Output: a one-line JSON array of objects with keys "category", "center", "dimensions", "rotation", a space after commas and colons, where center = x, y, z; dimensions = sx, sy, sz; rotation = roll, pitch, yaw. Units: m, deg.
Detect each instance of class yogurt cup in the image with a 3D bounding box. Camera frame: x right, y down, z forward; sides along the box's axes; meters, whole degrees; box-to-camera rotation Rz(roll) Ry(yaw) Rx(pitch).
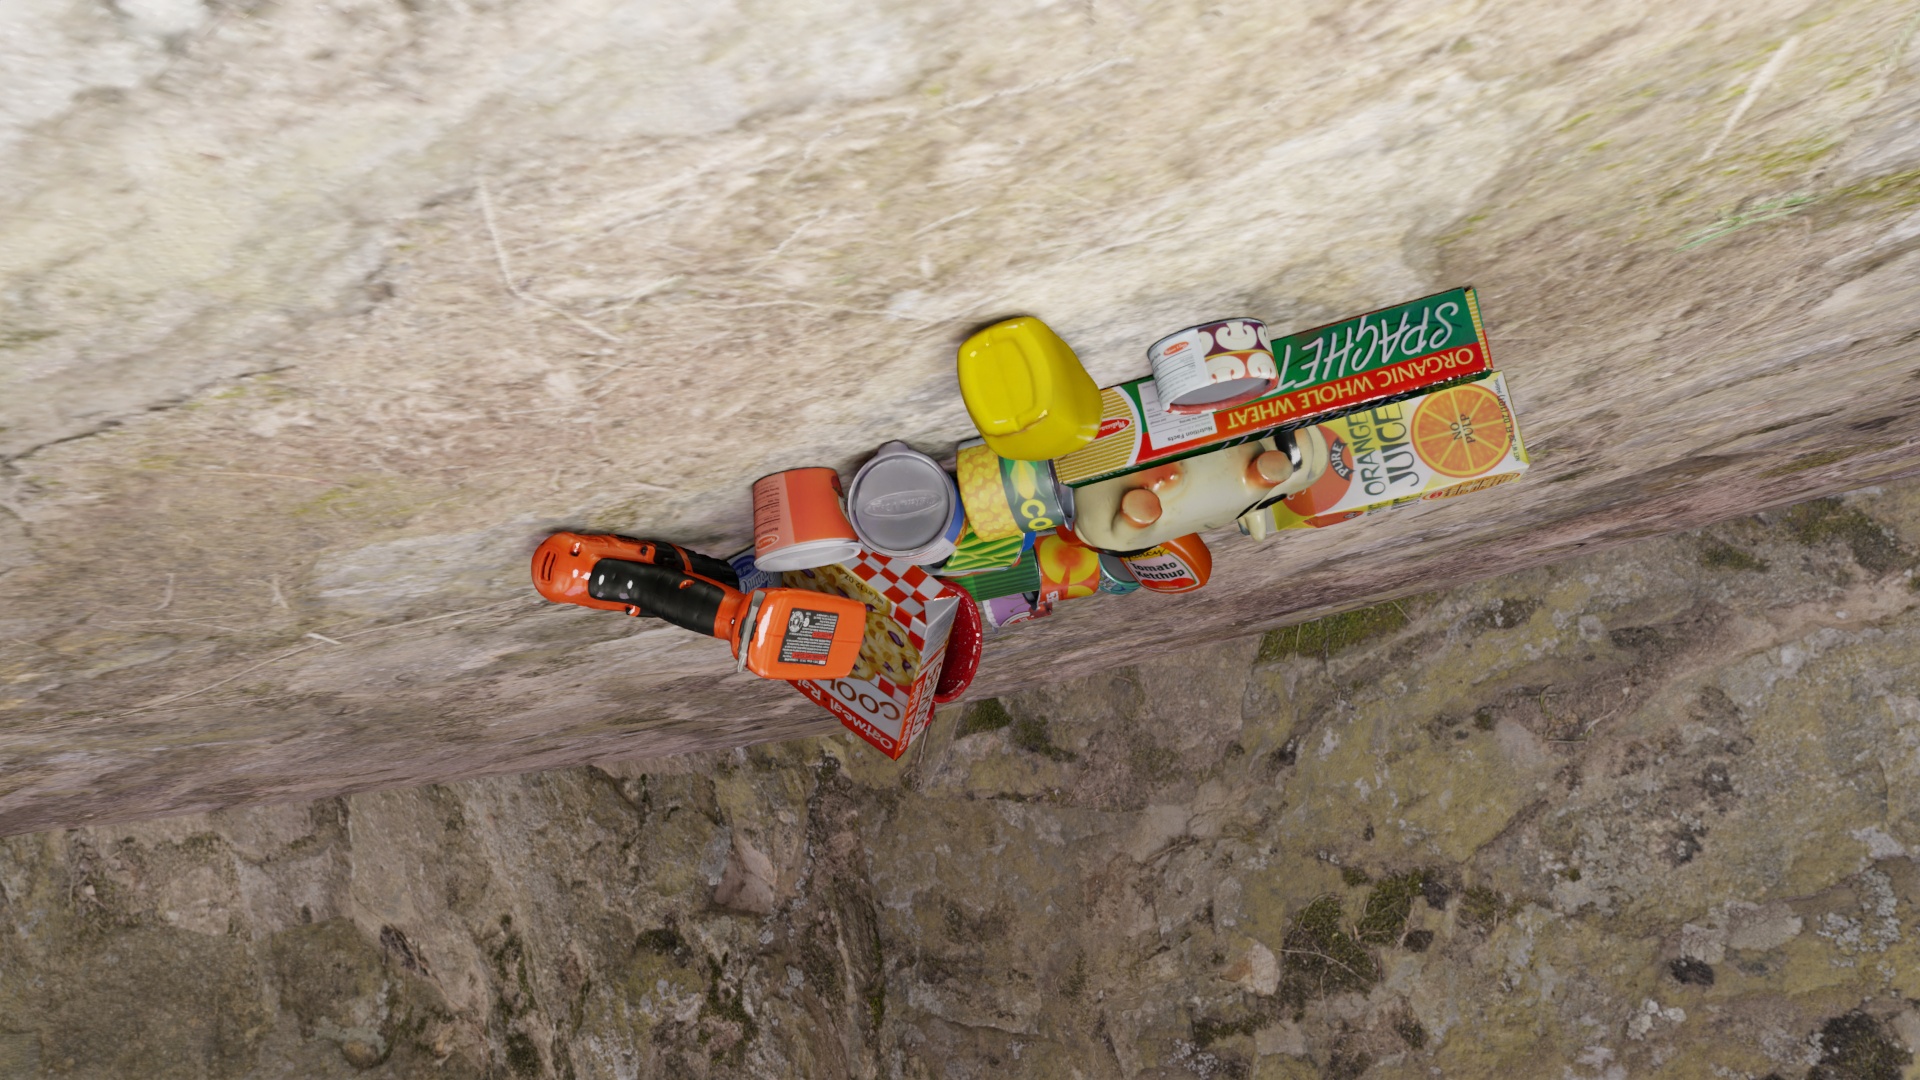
[{"category": "yogurt cup", "center": [-0.101, -0.013, 0.880], "dimensions": [0.072, 0.054, 0.072], "rotation": [-11, 170, -2]}]

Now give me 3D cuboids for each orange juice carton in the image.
[{"category": "orange juice carton", "center": [0.306, -0.059, 1.018], "dimensions": [0.192, 0.072, 0.073], "rotation": [-14, 169, 13]}]

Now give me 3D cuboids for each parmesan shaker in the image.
[{"category": "parmesan shaker", "center": [0.008, 0.016, 1.137], "dimensions": [0.103, 0.071, 0.071], "rotation": [-12, 169, 1]}]

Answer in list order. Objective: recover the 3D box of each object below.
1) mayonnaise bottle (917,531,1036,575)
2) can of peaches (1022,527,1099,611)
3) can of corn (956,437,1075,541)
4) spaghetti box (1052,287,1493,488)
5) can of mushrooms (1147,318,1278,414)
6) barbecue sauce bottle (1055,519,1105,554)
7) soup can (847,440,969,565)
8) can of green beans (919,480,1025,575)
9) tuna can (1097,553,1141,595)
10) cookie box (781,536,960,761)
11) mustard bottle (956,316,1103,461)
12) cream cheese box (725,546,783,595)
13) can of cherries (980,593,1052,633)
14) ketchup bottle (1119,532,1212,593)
[{"category": "mayonnaise bottle", "center": [-0.011, -0.001, 1.033], "dimensions": [0.148, 0.065, 0.041], "rotation": [-9, 166, -36]}, {"category": "can of peaches", "center": [0.086, 0.024, 1.236], "dimensions": [0.058, 0.071, 0.071], "rotation": [-9, 169, -16]}, {"category": "can of corn", "center": [0.035, -0.034, 0.866], "dimensions": [0.058, 0.071, 0.071], "rotation": [-13, 169, 14]}, {"category": "spaghetti box", "center": [0.172, -0.084, 0.796], "dimensions": [0.250, 0.050, 0.028], "rotation": [-14, 171, 17]}, {"category": "can of mushrooms", "center": [0.140, -0.094, 0.757], "dimensions": [0.071, 0.033, 0.071], "rotation": [-11, 169, -2]}, {"category": "barbecue sauce bottle", "center": [0.132, -0.009, 1.172], "dimensions": [0.065, 0.043, 0.149], "rotation": [14, -176, 34]}, {"category": "soup can", "center": [-0.031, -0.022, 0.876], "dimensions": [0.071, 0.071, 0.084], "rotation": [-12, 174, 5]}, {"category": "can of green beans", "center": [0.003, -0.010, 0.977], "dimensions": [0.058, 0.071, 0.071], "rotation": [-3, 167, -34]}, {"category": "tuna can", "center": [0.146, 0.016, 1.264], "dimensions": [0.071, 0.071, 0.032], "rotation": [-8, 167, -18]}, {"category": "cookie box", "center": [-0.073, 0.068, 0.986], "dimensions": [0.040, 0.123, 0.166], "rotation": [-42, 158, -37]}, {"category": "mustard bottle", "center": [0.043, -0.070, 0.706], "dimensions": [0.049, 0.065, 0.160], "rotation": [-19, 172, 16]}, {"category": "cream cheese box", "center": [-0.157, 0.033, 1.078], "dimensions": [0.024, 0.053, 0.103], "rotation": [-4, 167, -41]}, {"category": "can of cherries", "center": [0.053, 0.049, 1.340], "dimensions": [0.058, 0.071, 0.071], "rotation": [-14, 169, 12]}, {"category": "ketchup bottle", "center": [0.141, -0.009, 1.062], "dimensions": [0.064, 0.044, 0.148], "rotation": [-3, 151, 29]}]
